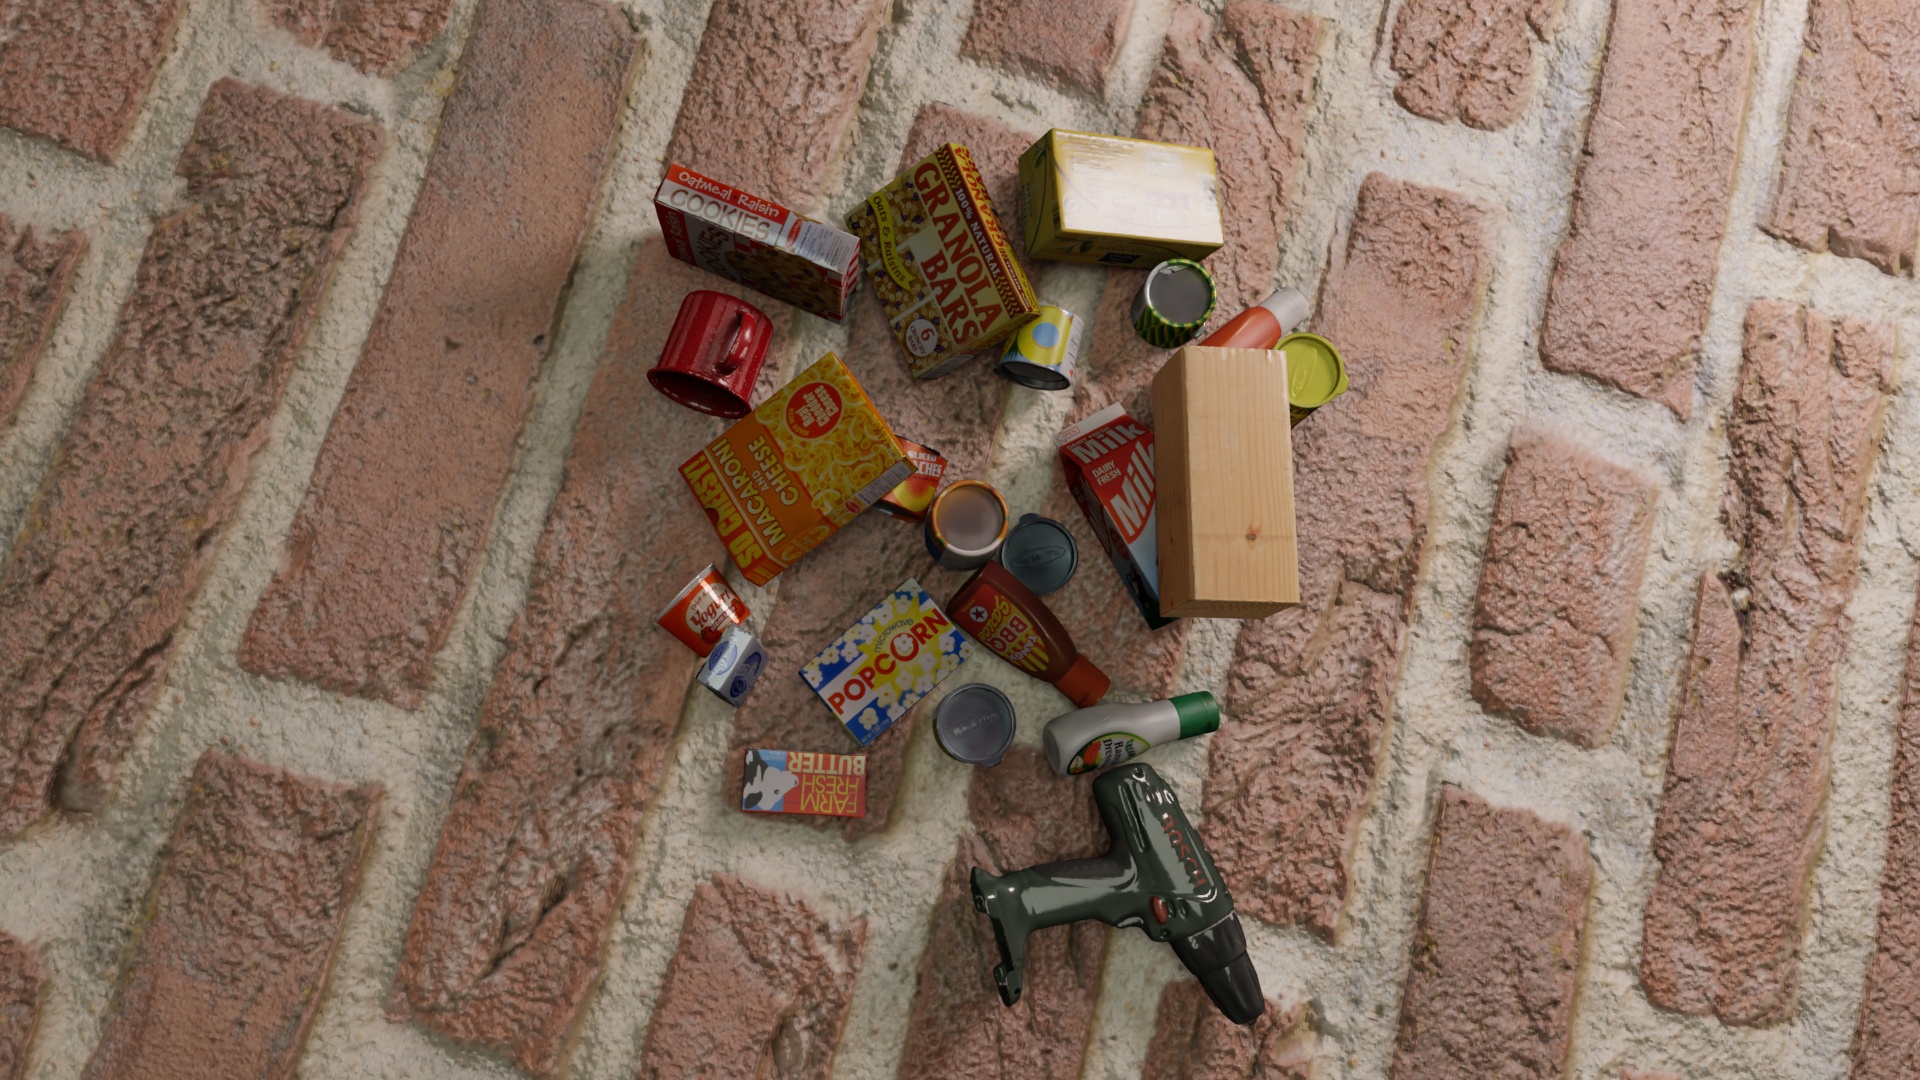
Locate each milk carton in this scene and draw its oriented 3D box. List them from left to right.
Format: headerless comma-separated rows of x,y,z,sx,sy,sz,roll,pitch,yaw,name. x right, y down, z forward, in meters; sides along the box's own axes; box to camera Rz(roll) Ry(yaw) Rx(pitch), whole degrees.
0.155,-0.024,1.199,0.072,0.073,0.190,-28,83,-10,milk carton

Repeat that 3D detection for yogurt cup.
-0.212,0.061,1.157,0.072,0.072,0.054,-45,95,-11,yogurt cup

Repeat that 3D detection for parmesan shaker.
0.289,-0.134,1.216,0.071,0.103,0.071,1,80,-4,parmesan shaker

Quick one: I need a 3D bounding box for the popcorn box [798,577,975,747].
-0.062,0.103,1.174,0.127,0.038,0.085,-40,85,-11,popcorn box

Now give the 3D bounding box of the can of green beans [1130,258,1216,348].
0.191,-0.212,1.244,0.071,0.057,0.071,1,80,-5,can of green beans

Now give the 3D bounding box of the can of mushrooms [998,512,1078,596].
0.067,0.013,1.205,0.071,0.033,0.071,1,80,-4,can of mushrooms

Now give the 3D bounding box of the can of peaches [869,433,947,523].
-0.051,-0.053,1.187,0.071,0.071,0.058,22,80,-1,can of peaches

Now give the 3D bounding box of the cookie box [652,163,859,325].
-0.172,-0.250,1.185,0.167,0.122,0.040,22,78,-1,cookie box

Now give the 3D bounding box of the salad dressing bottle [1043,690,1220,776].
0.146,0.160,1.175,0.148,0.064,0.044,-12,48,-14,salad dressing bottle

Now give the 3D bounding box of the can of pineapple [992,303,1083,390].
0.069,-0.171,1.222,0.071,0.071,0.058,15,79,-2,can of pineapple

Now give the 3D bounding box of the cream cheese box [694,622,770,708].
-0.184,0.103,1.130,0.024,0.103,0.053,29,78,7,cream cheese box

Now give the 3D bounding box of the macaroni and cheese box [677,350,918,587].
-0.138,-0.060,1.160,0.166,0.040,0.124,-37,66,4,macaroni and cheese box

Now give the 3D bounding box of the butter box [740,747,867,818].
-0.130,0.202,1.157,0.103,0.024,0.053,4,79,-5,butter box

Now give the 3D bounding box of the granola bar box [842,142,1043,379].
-0.017,-0.241,1.207,0.124,0.039,0.165,-28,82,29,granola bar box

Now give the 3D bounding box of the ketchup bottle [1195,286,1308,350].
0.248,-0.175,1.243,0.149,0.064,0.043,-37,99,-18,ketchup bottle

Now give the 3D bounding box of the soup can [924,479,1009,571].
0.004,-0.015,1.179,0.071,0.083,0.071,1,80,-5,soup can

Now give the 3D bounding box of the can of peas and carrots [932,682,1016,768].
0.012,0.156,1.161,0.071,0.058,0.071,1,81,-5,can of peas and carrots

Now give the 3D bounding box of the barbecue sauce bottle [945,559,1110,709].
0.061,0.085,1.181,0.148,0.044,0.064,41,124,-5,barbecue sauce bottle
